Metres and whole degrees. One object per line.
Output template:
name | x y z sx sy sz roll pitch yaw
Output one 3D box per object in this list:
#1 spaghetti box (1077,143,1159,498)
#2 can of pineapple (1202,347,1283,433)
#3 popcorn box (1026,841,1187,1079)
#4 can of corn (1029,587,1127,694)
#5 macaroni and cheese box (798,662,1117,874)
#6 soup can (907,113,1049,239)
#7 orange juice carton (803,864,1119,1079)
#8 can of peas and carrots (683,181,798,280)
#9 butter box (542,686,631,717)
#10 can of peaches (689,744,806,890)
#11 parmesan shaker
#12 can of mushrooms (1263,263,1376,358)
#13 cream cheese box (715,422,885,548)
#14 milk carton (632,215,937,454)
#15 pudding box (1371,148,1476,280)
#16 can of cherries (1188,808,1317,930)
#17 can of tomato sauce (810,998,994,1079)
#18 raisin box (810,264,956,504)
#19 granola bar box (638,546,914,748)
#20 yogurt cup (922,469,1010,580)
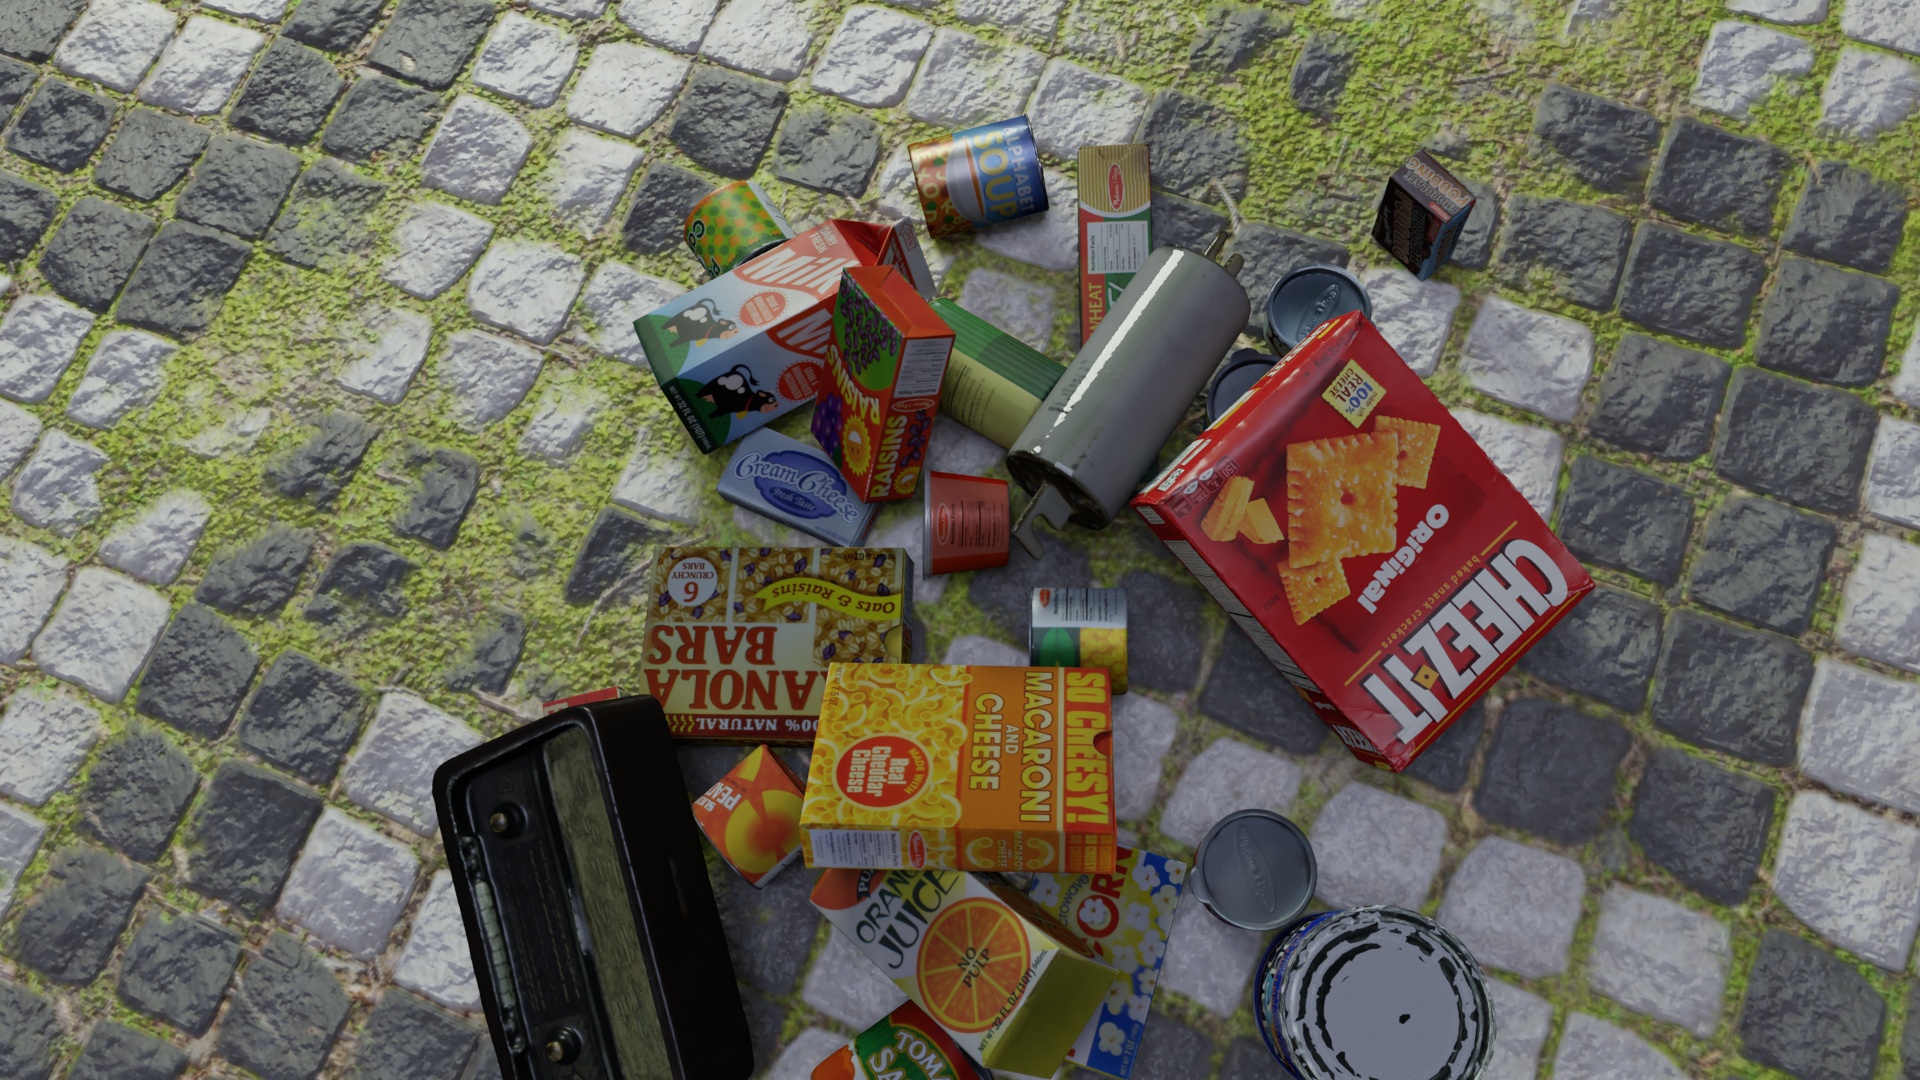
spaghetti box | 0.104 -0.147 0.922 0.050 0.028 0.250 -1 73 6
can of pineapple | 0.187 -0.078 0.877 0.071 0.057 0.071 -2 73 5
popcorn box | 0.074 0.236 0.805 0.085 0.038 0.127 16 76 12
can of corn | 0.072 0.063 0.845 0.058 0.071 0.071 0 74 6
macaroni and cheese box | 0.002 0.124 0.775 0.166 0.040 0.124 0 39 4
soup can | 0.012 -0.245 0.940 0.084 0.071 0.071 -14 73 3
orange juice carton | -0.013 0.210 0.782 0.193 0.073 0.072 31 86 40
can of peas and carrots | -0.148 -0.200 0.945 0.071 0.070 0.059 -34 72 -4
butter box | -0.228 0.147 0.872 0.053 0.024 0.104 -14 73 1
can of peaches | -0.120 0.163 0.833 0.058 0.071 0.071 -40 74 -7
parmesan shaker | 0.016 -0.102 0.897 0.103 0.071 0.071 32 80 18
can of mushrooms | 0.234 -0.142 0.904 0.071 0.033 0.071 -2 73 6
cream cheese box | -0.103 -0.034 0.913 0.104 0.024 0.053 23 76 12
milk carton | -0.108 -0.143 0.910 0.191 0.072 0.074 -28 50 -4
pudding box | 0.297 -0.207 0.891 0.030 0.083 0.050 -41 74 -3
can of cherries | 0.165 0.190 0.799 0.071 0.058 0.071 -2 75 6
can of tomato sauce | -0.033 0.302 0.781 0.083 0.071 0.071 -34 73 -4
raisin box | -0.051 -0.097 0.865 0.040 0.122 0.086 -9 42 -32
granola bar box | -0.116 0.067 0.876 0.165 0.039 0.124 0 74 6
yogurt cup | 0.003 -0.011 0.875 0.054 0.072 0.072 0 74 -2
